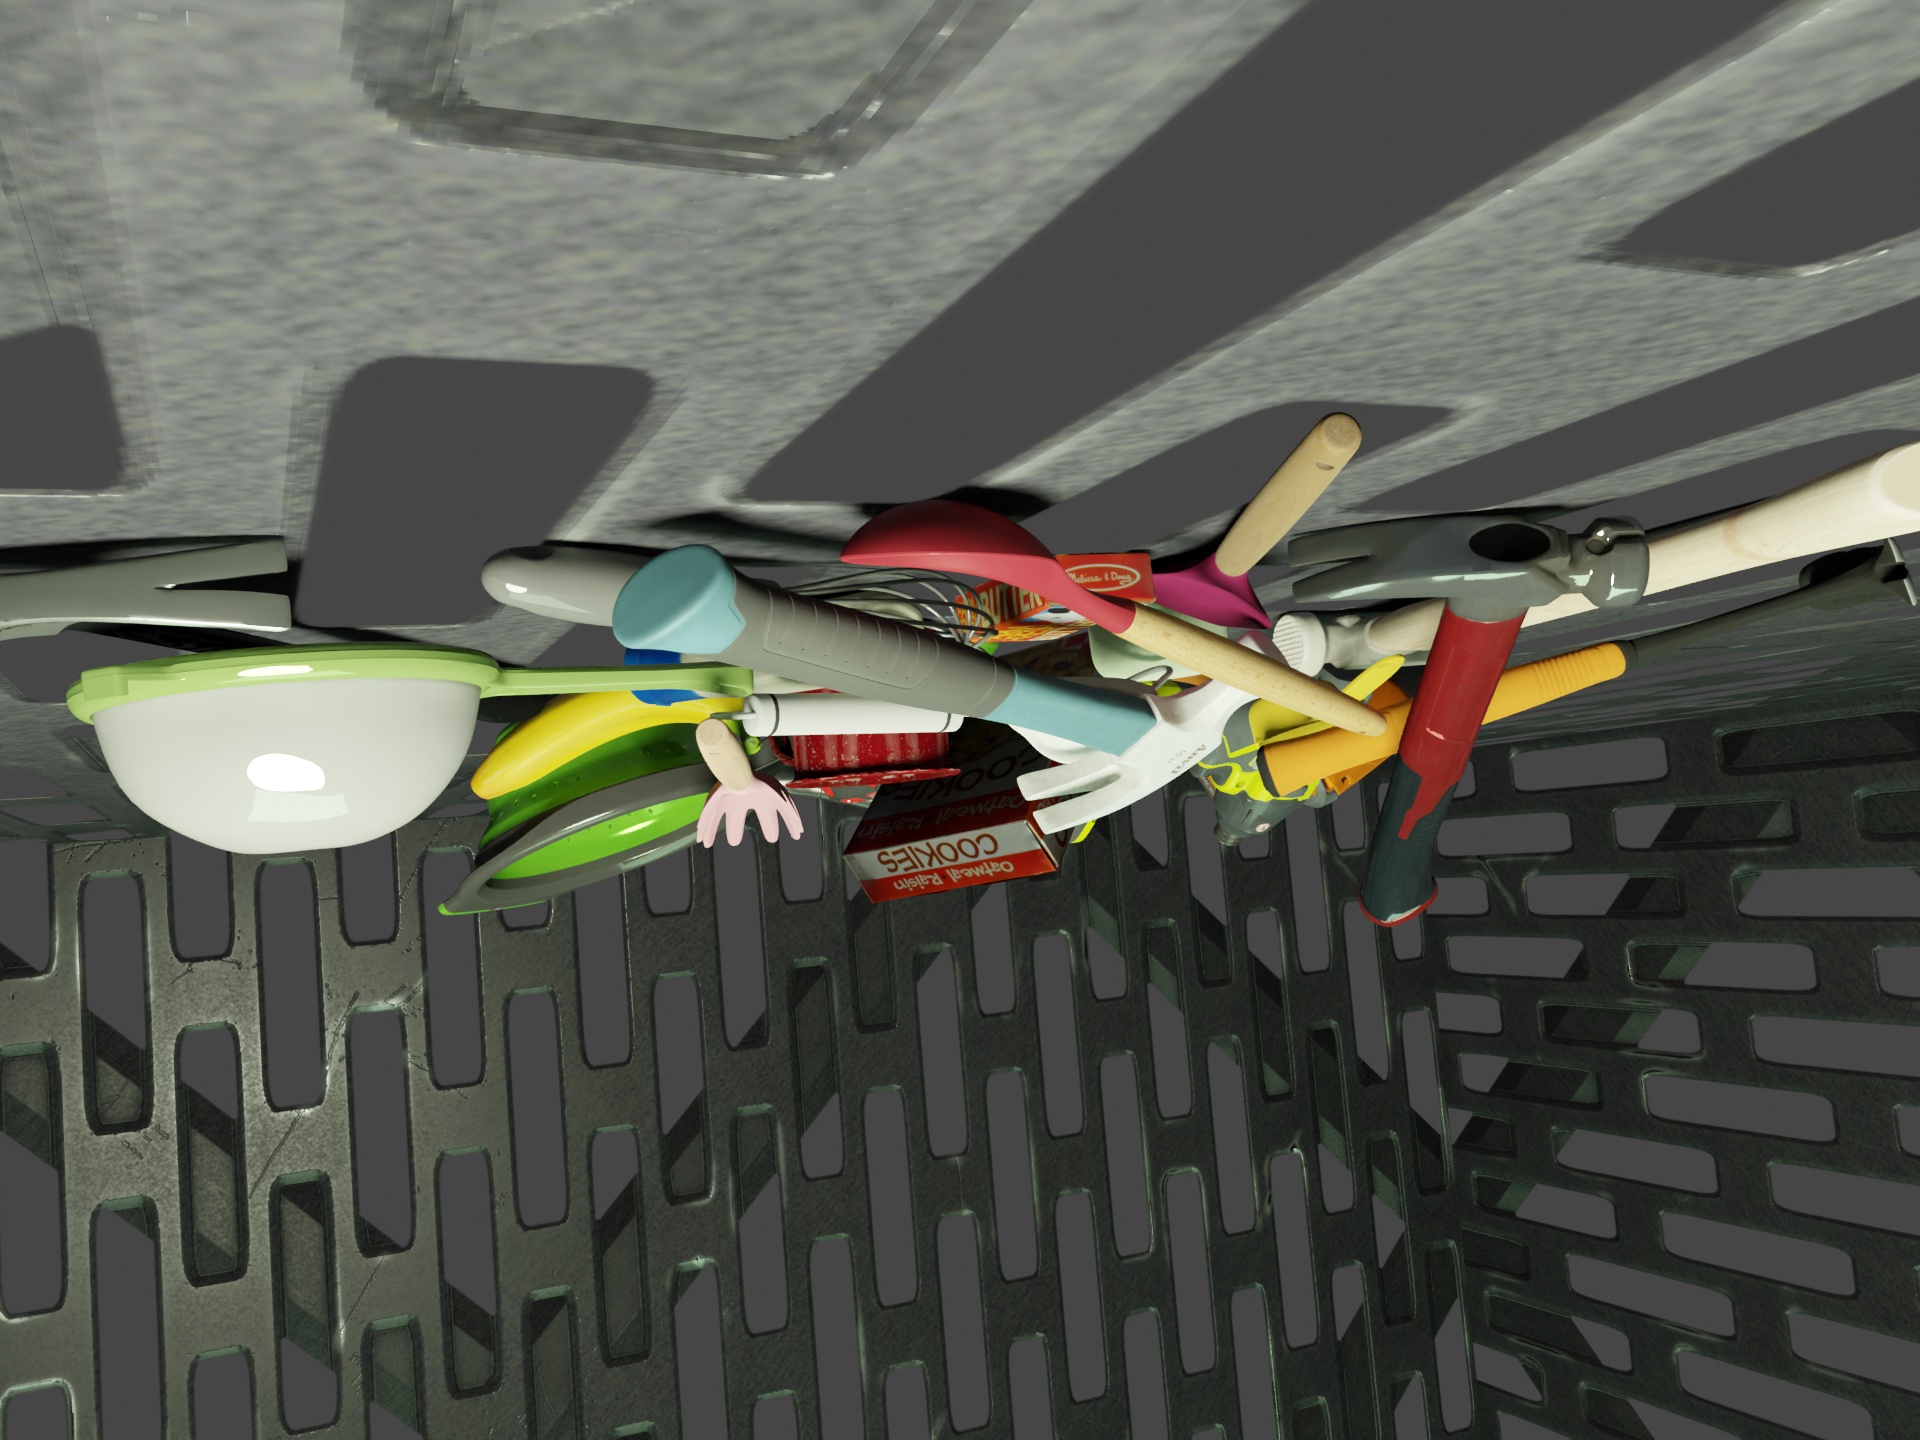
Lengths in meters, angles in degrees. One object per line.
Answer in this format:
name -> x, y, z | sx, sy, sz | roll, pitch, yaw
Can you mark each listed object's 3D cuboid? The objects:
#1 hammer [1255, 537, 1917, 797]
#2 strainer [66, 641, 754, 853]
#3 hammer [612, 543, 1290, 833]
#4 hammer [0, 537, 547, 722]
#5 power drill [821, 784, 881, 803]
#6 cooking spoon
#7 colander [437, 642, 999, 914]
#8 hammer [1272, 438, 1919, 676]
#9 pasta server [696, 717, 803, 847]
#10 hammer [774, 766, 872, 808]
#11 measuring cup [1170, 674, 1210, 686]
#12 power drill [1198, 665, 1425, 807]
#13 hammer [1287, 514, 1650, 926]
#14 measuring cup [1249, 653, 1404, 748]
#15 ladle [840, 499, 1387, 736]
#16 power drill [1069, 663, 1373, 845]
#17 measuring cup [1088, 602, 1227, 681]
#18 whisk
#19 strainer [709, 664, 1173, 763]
hammer -> 0.321, -0.023, 0.851 | 0.337, 0.034, 0.127 | -20, 177, 17
strainer -> -0.201, 0.012, 0.621 | 0.256, 0.069, 0.151 | -3, 175, -27
hammer -> 0.004, -0.016, 0.648 | 0.330, 0.033, 0.128 | 14, 130, -48
hammer -> -0.273, -0.026, 0.700 | 0.149, 0.036, 0.409 | -6, 176, 7
power drill -> 0.016, 0.016, 1.133 | 0.143, 0.078, 0.219 | -17, 171, 38
cooking spoon -> 0.113, -0.069, 0.628 | 0.069, 0.017, 0.319 | 20, 175, 2
colander -> -0.161, 0.004, 0.979 | 0.397, 0.094, 0.204 | -26, 169, 21
hammer -> 0.316, -0.069, 0.770 | 0.146, 0.038, 0.410 | -5, 175, -19
pasta server -> -0.111, 0.033, 0.789 | 0.060, 0.040, 0.316 | -5, 173, -6
hammer -> -0.124, 0.049, 1.225 | 0.334, 0.035, 0.146 | 11, -159, -3
measuring cup -> 0.163, -0.016, 1.181 | 0.174, 0.052, 0.095 | -6, 176, 40
power drill -> 0.288, 0.007, 1.258 | 0.164, 0.084, 0.226 | -35, -178, -14
hammer -> 0.226, 0.020, 0.817 | 0.143, 0.038, 0.386 | -2, 151, 5
measuring cup -> 0.207, -0.019, 0.891 | 0.062, 0.029, 0.156 | -12, 165, -14
ladle -> 0.081, -0.033, 0.631 | 0.315, 0.031, 0.069 | 18, 171, -42
power drill -> 0.147, 0.022, 1.048 | 0.223, 0.080, 0.171 | 1, 132, -29
measuring cup -> 0.092, -0.043, 0.827 | 0.083, 0.038, 0.167 | -7, 177, 21
whisk -> -0.076, -0.042, 0.631 | 0.238, 0.055, 0.055 | 5, 170, -42
strainer -> -0.001, -0.002, 0.759 | 0.258, 0.050, 0.087 | -1, -170, -33
